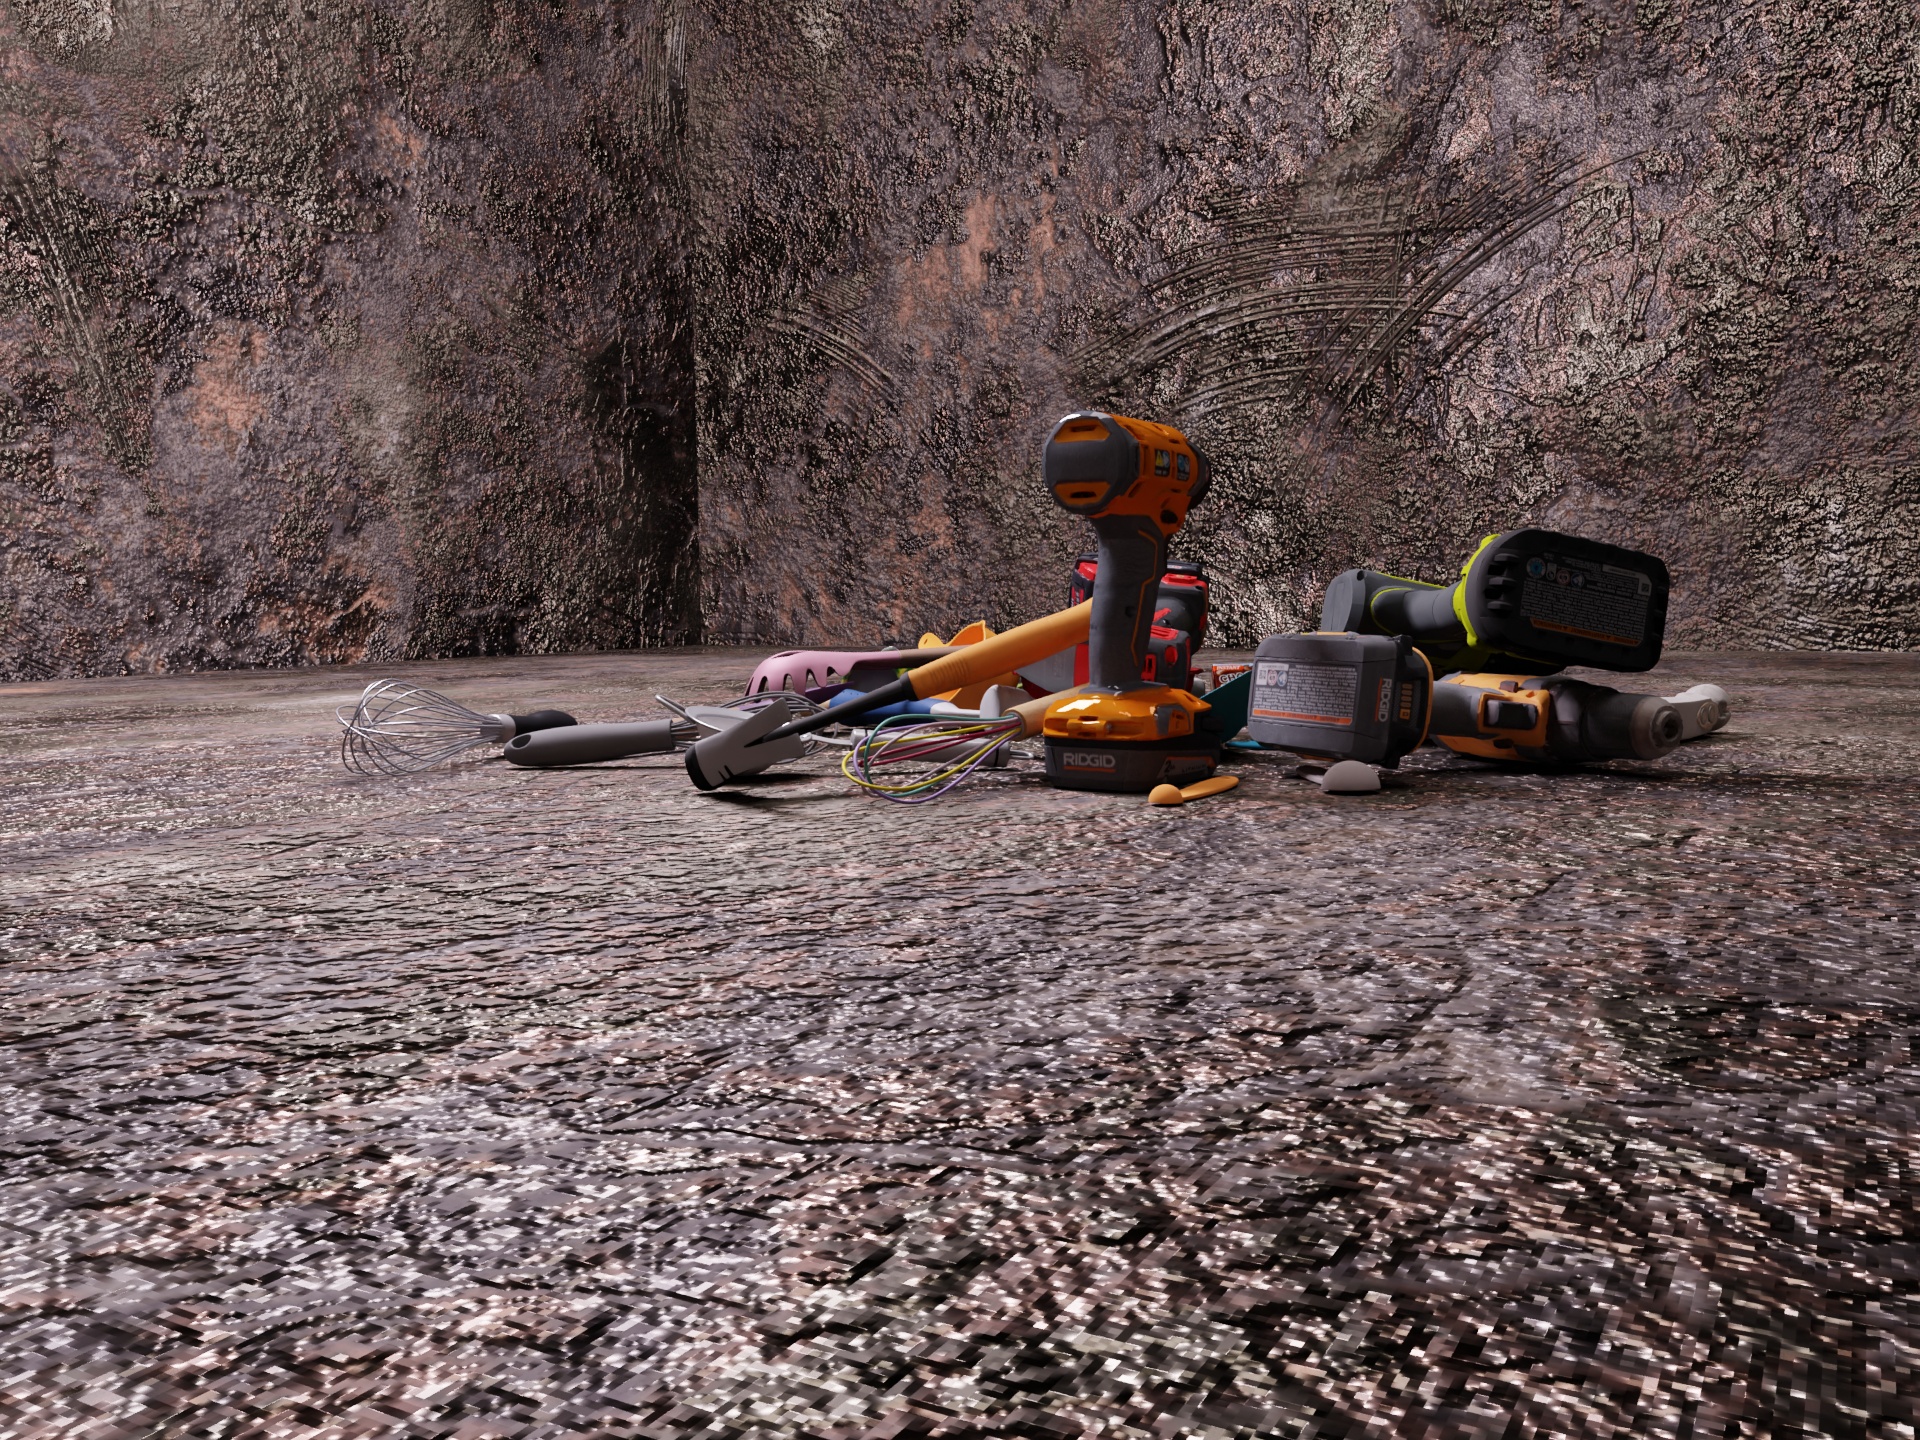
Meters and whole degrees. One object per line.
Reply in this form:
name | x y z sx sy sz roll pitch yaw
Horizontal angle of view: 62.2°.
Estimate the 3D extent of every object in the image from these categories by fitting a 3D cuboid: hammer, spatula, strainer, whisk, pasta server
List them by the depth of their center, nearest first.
whisk | 0.017 0.005 0.988 0.047 0.051 0.245 -8 7 42
hammer | -0.009 -0.031 1.021 0.337 0.034 0.127 -22 0 -35
strainer | -0.076 0.017 1.071 0.258 0.050 0.087 4 11 -10
whisk | -0.206 0.013 1.132 0.239 0.055 0.055 -6 4 1
whisk | -0.363 0.007 1.181 0.070 0.070 0.284 1 0 16
hammer | -0.002 -0.004 1.260 0.144 0.035 0.406 8 -2 -27
spatula | 0.192 -0.005 1.263 0.082 0.044 0.317 -31 0 5
spatula | -0.200 0.002 1.279 0.060 0.018 0.316 -32 -10 36
pasta server | -0.027 -0.044 1.318 0.316 0.040 0.060 -5 2 -24
hammer | 0.423 -0.011 1.366 0.411 0.038 0.146 3 7 43

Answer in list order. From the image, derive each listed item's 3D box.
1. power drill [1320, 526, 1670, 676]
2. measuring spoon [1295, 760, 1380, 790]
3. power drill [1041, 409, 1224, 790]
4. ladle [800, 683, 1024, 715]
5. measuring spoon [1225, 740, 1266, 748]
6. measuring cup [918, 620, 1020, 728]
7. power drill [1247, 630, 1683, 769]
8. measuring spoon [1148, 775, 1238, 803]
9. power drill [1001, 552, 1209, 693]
power drill | 0.384 -0.070 1.110 0.190 0.080 0.228 10 -4 -11
measuring spoon | 0.228 0.030 0.984 0.034 0.018 0.124 -1 4 -3
power drill | 0.117 -0.076 1.010 0.084 0.226 0.164 2 5 34
ladle | -0.015 -0.038 1.510 0.320 0.062 0.078 -6 -2 25
measuring spoon | 0.263 0.010 1.192 0.128 0.021 0.042 0 5 12
measuring cup | 0.003 -0.046 1.443 0.052 0.095 0.174 32 4 -20
power drill | 0.324 -0.006 1.020 0.226 0.084 0.185 5 1 -28
measuring spoon | 0.140 0.038 0.937 0.021 0.011 0.117 2 5 30
power drill | 0.117 -0.069 1.236 0.143 0.078 0.220 7 19 14
